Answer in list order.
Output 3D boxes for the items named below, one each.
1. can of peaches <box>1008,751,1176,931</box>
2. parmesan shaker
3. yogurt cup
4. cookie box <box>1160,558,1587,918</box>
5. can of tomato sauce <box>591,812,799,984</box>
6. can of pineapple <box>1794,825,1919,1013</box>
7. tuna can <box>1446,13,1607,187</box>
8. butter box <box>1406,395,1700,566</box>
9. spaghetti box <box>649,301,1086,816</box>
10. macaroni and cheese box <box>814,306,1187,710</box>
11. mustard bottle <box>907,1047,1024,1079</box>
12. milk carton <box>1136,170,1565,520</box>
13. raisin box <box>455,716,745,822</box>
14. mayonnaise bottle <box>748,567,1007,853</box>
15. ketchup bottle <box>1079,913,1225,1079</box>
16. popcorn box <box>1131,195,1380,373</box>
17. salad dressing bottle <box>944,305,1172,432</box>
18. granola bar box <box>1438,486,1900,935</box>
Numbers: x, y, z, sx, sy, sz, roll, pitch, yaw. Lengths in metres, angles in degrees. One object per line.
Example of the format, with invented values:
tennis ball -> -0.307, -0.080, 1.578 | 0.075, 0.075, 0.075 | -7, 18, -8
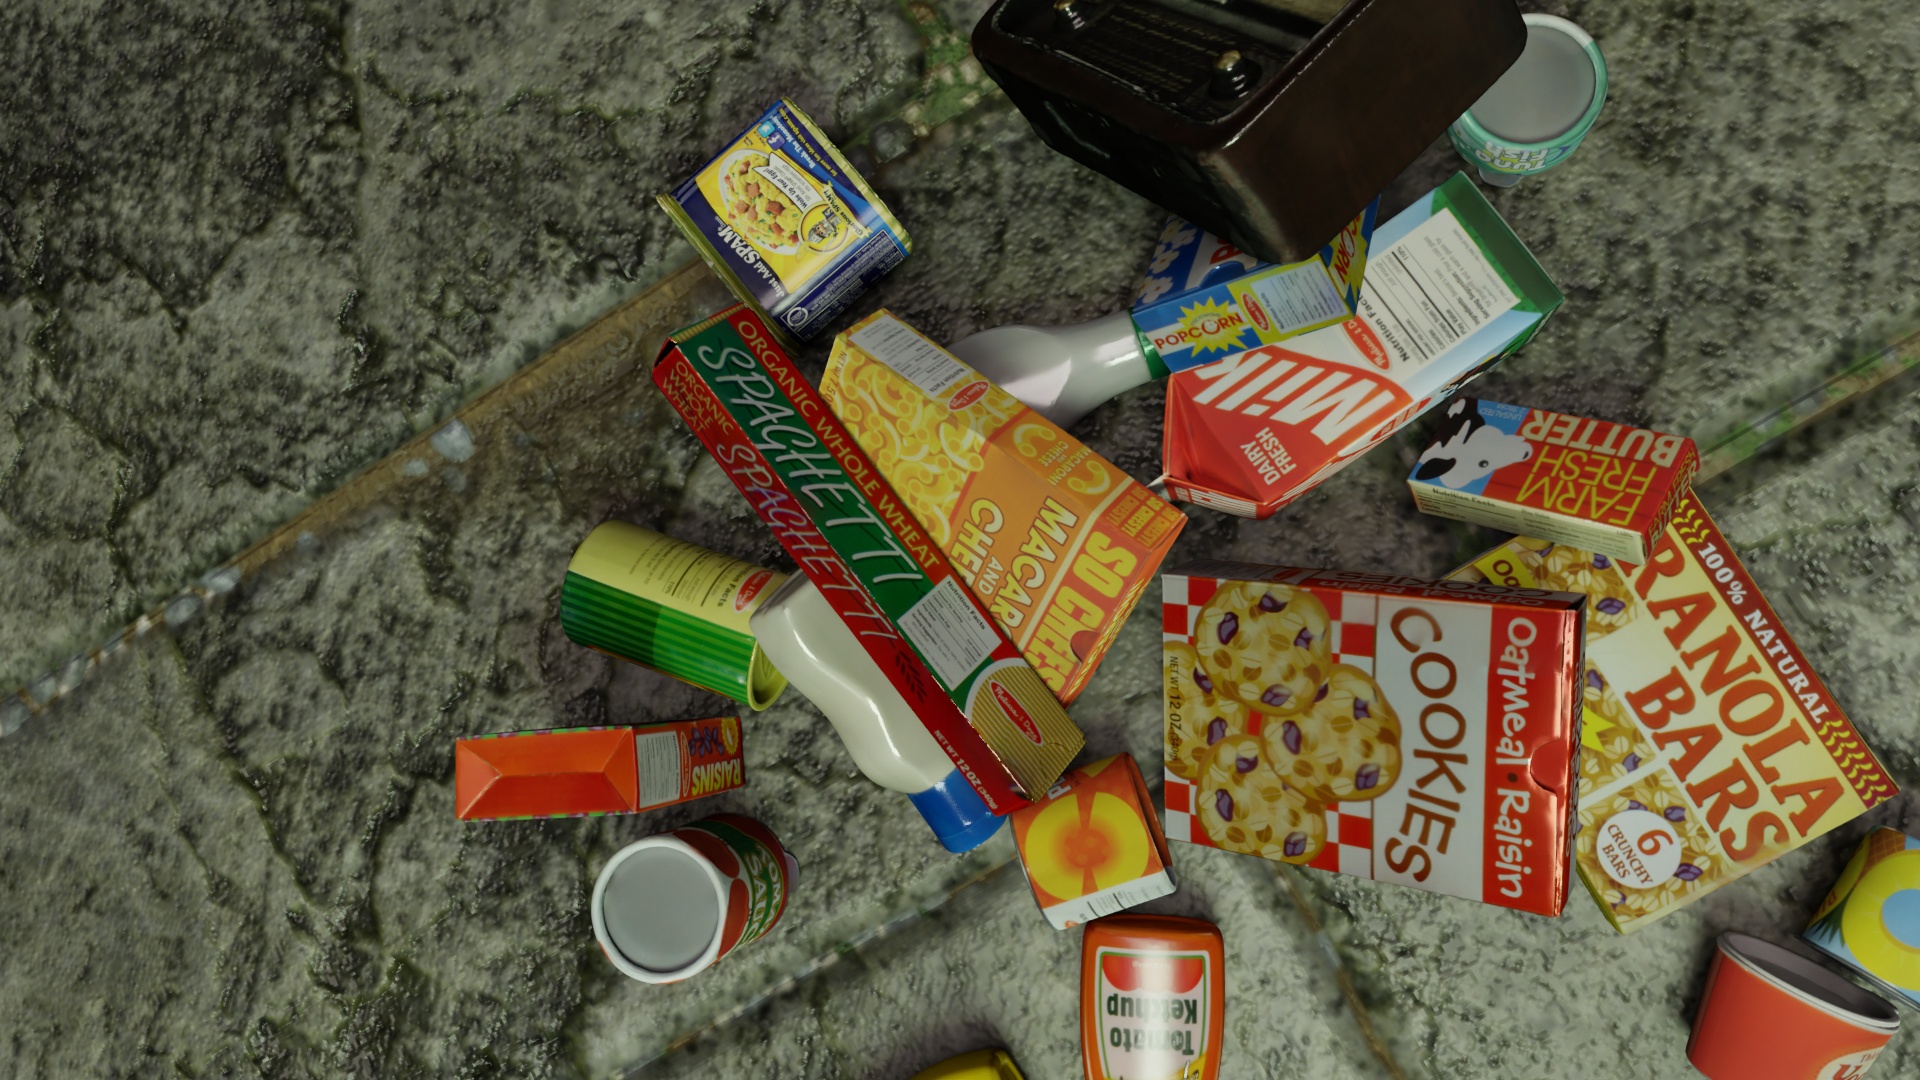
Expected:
can of peaches -> 0.059, 0.133, 0.626 | 0.058, 0.071, 0.071 | -20, 82, 9
parmesan shaker -> -0.132, 0.034, 0.677 | 0.103, 0.071, 0.071 | 17, 89, 14
yogurt cup -> 0.334, 0.200, 0.565 | 0.072, 0.072, 0.054 | 22, 98, 13
cookie box -> 0.167, 0.077, 0.578 | 0.167, 0.040, 0.122 | 5, 102, 34
can of tomato sauce -> -0.123, 0.166, 0.652 | 0.071, 0.083, 0.071 | -1, 85, 12
can of pineapple -> 0.383, 0.155, 0.557 | 0.071, 0.071, 0.058 | 32, 92, 13
tuna can -> 0.255, -0.200, 0.631 | 0.071, 0.033, 0.071 | -1, 84, 12
butter box -> 0.250, -0.027, 0.591 | 0.103, 0.024, 0.053 | 19, 66, 43
spaghetti box -> -0.039, 0.007, 0.606 | 0.250, 0.050, 0.028 | 52, 135, -2
macaroni and cheese box -> 0.002, -0.008, 0.630 | 0.166, 0.040, 0.123 | 36, 133, 13
mustard bottle -> -0.038, 0.295, 0.641 | 0.160, 0.049, 0.065 | -31, 79, 8
milk carton -> 0.160, -0.071, 0.620 | 0.190, 0.072, 0.073 | -35, 79, 6
raisin box -> -0.162, 0.105, 0.646 | 0.086, 0.123, 0.040 | -6, 84, 12
mayonnaise bottle -> -0.032, 0.077, 0.638 | 0.041, 0.065, 0.148 | -22, 107, 43
ketchup bottle -> 0.085, 0.246, 0.622 | 0.065, 0.043, 0.149 | 1, 86, 7
popcorn box -> 0.131, -0.134, 0.599 | 0.085, 0.038, 0.127 | -14, 37, 36
salad dressing bottle -> 0.051, -0.080, 0.659 | 0.147, 0.044, 0.064 | -19, 75, 9
granola bar box -> 0.290, 0.064, 0.597 | 0.124, 0.039, 0.166 | -31, 80, 8
